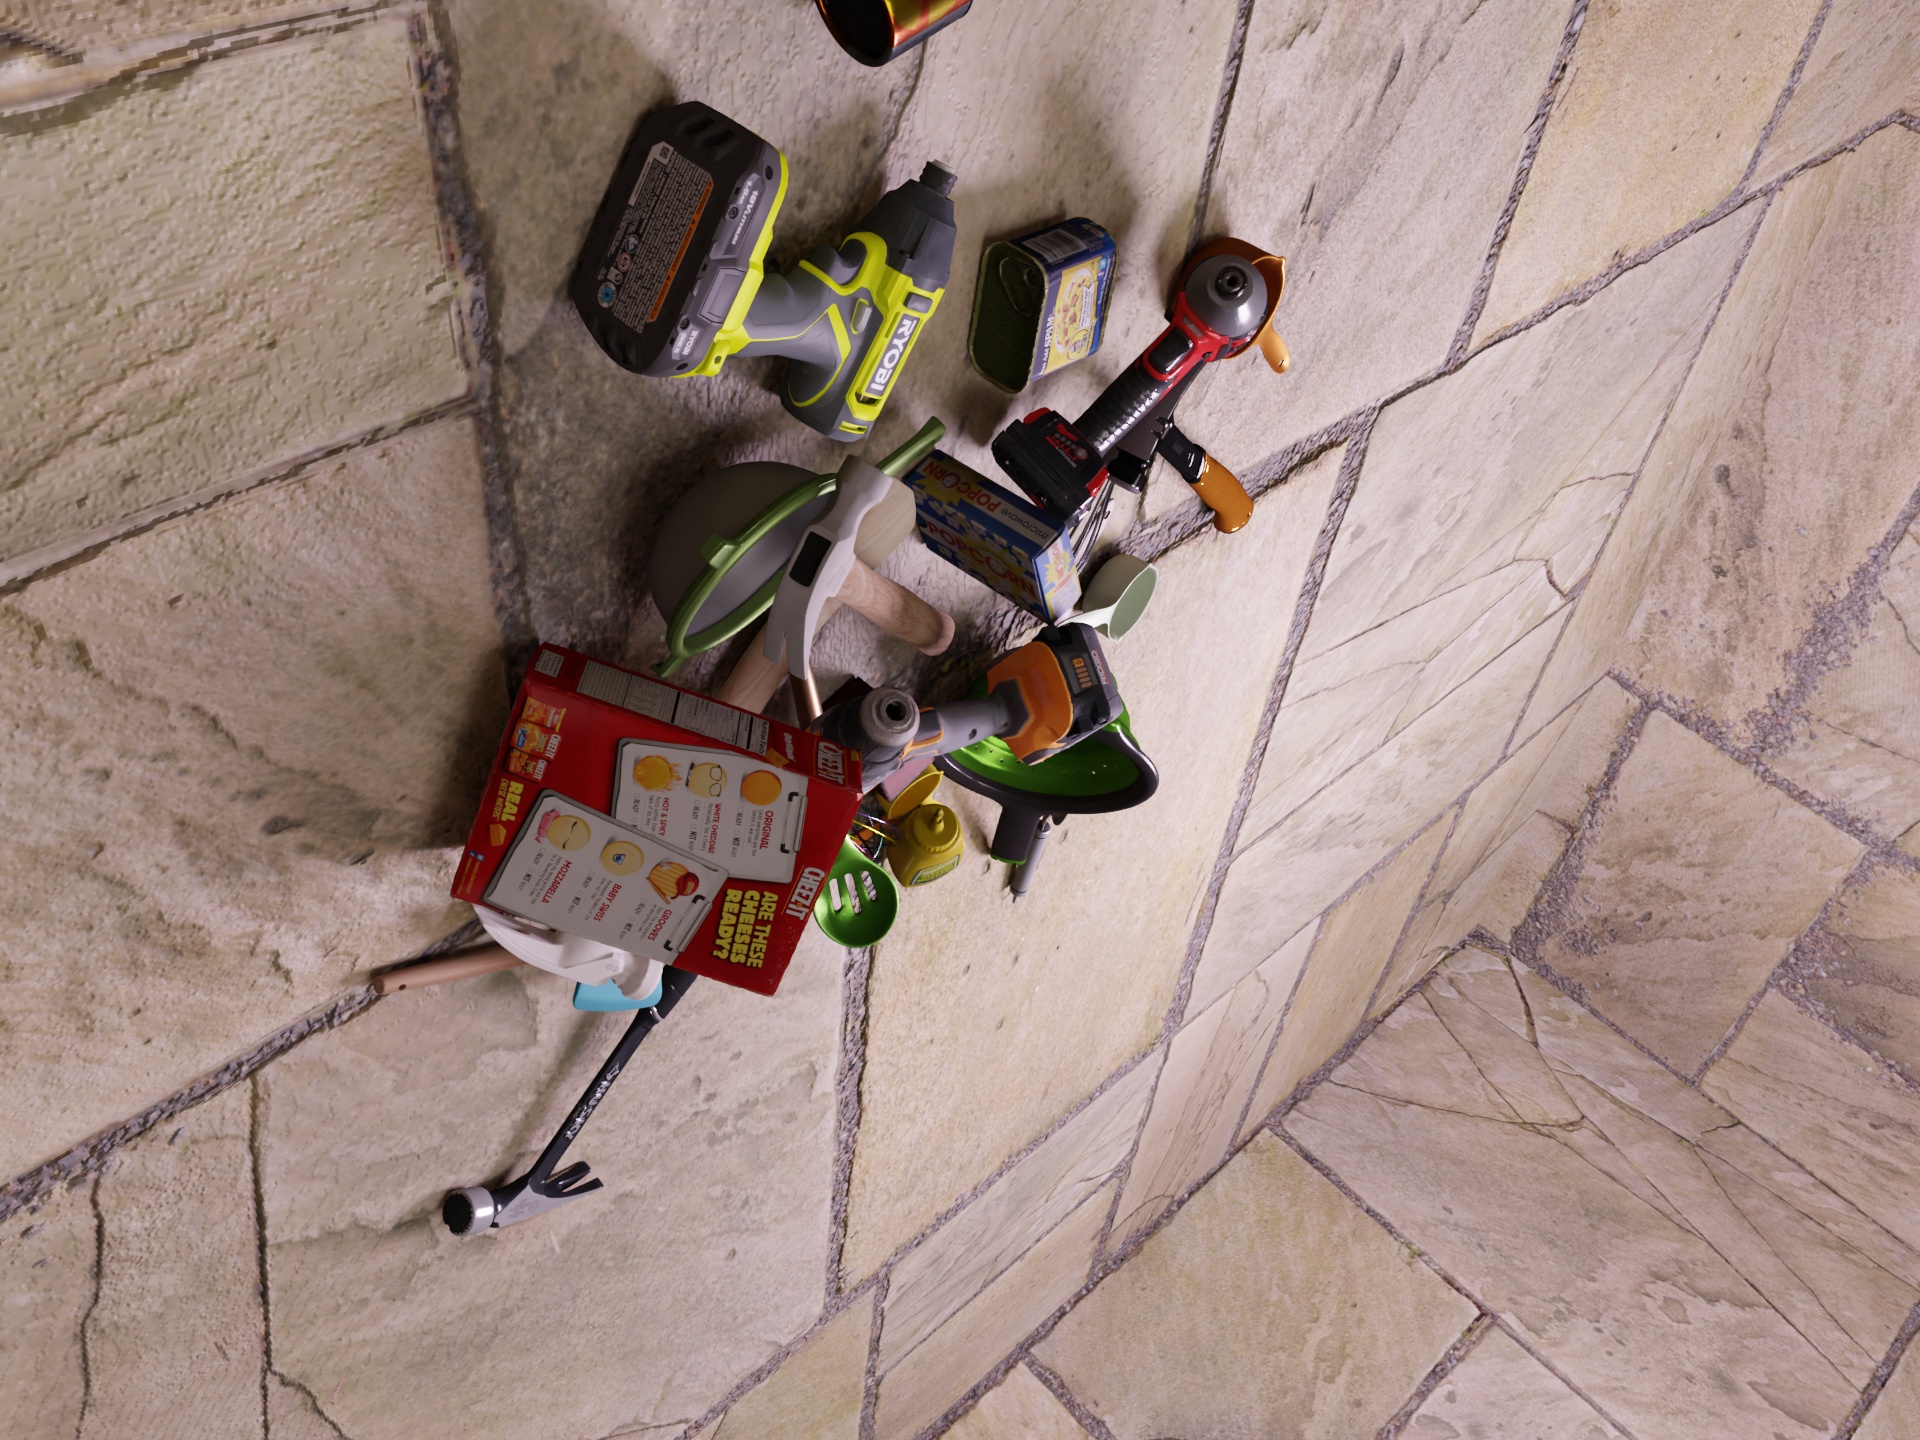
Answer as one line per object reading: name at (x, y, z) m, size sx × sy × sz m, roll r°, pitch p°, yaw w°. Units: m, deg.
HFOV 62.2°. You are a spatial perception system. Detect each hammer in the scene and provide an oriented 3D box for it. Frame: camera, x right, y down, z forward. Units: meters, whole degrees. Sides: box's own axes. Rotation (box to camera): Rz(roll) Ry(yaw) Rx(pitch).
hammer at (-0.054, -0.078, 1.065) m, size 0.130 × 0.031 × 0.331 m, roll -60°, pitch 167°, yaw 1°
hammer at (-0.250, 0.245, 1.263) m, size 0.409 × 0.036 × 0.149 m, roll -54°, pitch 153°, yaw 12°
hammer at (-0.167, 0.000, 1.087) m, size 0.146 × 0.038 × 0.410 m, roll 32°, pitch 93°, yaw -40°
hammer at (0.206, -0.220, 1.352) m, size 0.127 × 0.034 × 0.336 m, roll -62°, pitch 159°, yaw 5°

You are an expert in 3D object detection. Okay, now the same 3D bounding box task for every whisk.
whisk at (-0.120, 0.068, 1.263) m, size 0.051 × 0.047 × 0.244 m, roll -51°, pitch 147°, yaw 0°
whisk at (0.122, -0.202, 1.288) m, size 0.239 × 0.055 × 0.055 m, roll -56°, pitch 152°, yaw 0°

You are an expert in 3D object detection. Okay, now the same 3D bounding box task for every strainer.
strainer at (0.081, 0.104, 1.591) m, size 0.258 × 0.050 × 0.087 m, roll 106°, pitch -8°, yaw -45°
strainer at (-0.108, -0.142, 0.999) m, size 0.256 × 0.069 × 0.151 m, roll -43°, pitch 175°, yaw -34°

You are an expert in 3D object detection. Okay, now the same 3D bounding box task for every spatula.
spatula at (-0.284, 0.162, 1.154) m, size 0.315 × 0.018 × 0.059 m, roll -6°, pitch 128°, yaw -54°
spatula at (-0.195, 0.069, 1.145) m, size 0.082 × 0.044 × 0.317 m, roll 9°, pitch 114°, yaw -50°

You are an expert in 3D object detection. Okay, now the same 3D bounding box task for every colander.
colander at (0.067, 0.031, 1.428) m, size 0.396 × 0.204 × 0.095 m, roll 101°, pitch 1°, yaw -66°

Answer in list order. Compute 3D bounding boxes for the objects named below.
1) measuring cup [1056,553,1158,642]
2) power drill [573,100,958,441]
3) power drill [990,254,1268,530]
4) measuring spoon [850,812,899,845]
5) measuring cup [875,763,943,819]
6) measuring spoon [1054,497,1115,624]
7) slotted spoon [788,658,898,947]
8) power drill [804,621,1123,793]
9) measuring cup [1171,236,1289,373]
measuring cup at (0.114, -0.101, 1.383) m, size 0.167 × 0.038 × 0.083 m, roll -23°, pitch 141°, yaw -50°
power drill at (-0.093, -0.252, 0.888) m, size 0.223 × 0.080 × 0.171 m, roll -4°, pitch 127°, yaw -58°
power drill at (0.127, -0.238, 1.124) m, size 0.219 × 0.078 × 0.143 m, roll -44°, pitch 180°, yaw 4°
measuring spoon at (-0.096, 0.113, 1.374) m, size 0.117 × 0.011 × 0.021 m, roll -35°, pitch 148°, yaw -27°
measuring cup at (-0.038, 0.066, 1.399) m, size 0.062 × 0.029 × 0.156 m, roll -41°, pitch 163°, yaw -1°
measuring spoon at (0.107, -0.134, 1.370) m, size 0.034 × 0.018 × 0.124 m, roll -2°, pitch 125°, yaw -54°
slotted spoon at (-0.100, 0.051, 1.212) m, size 0.070 × 0.031 × 0.313 m, roll -13°, pitch 126°, yaw -6°
power drill at (-0.002, -0.004, 1.111) m, size 0.226 × 0.084 × 0.185 m, roll -16°, pitch 171°, yaw -23°
measuring cup at (0.224, -0.325, 1.282) m, size 0.095 × 0.052 × 0.173 m, roll -54°, pitch 153°, yaw 6°
